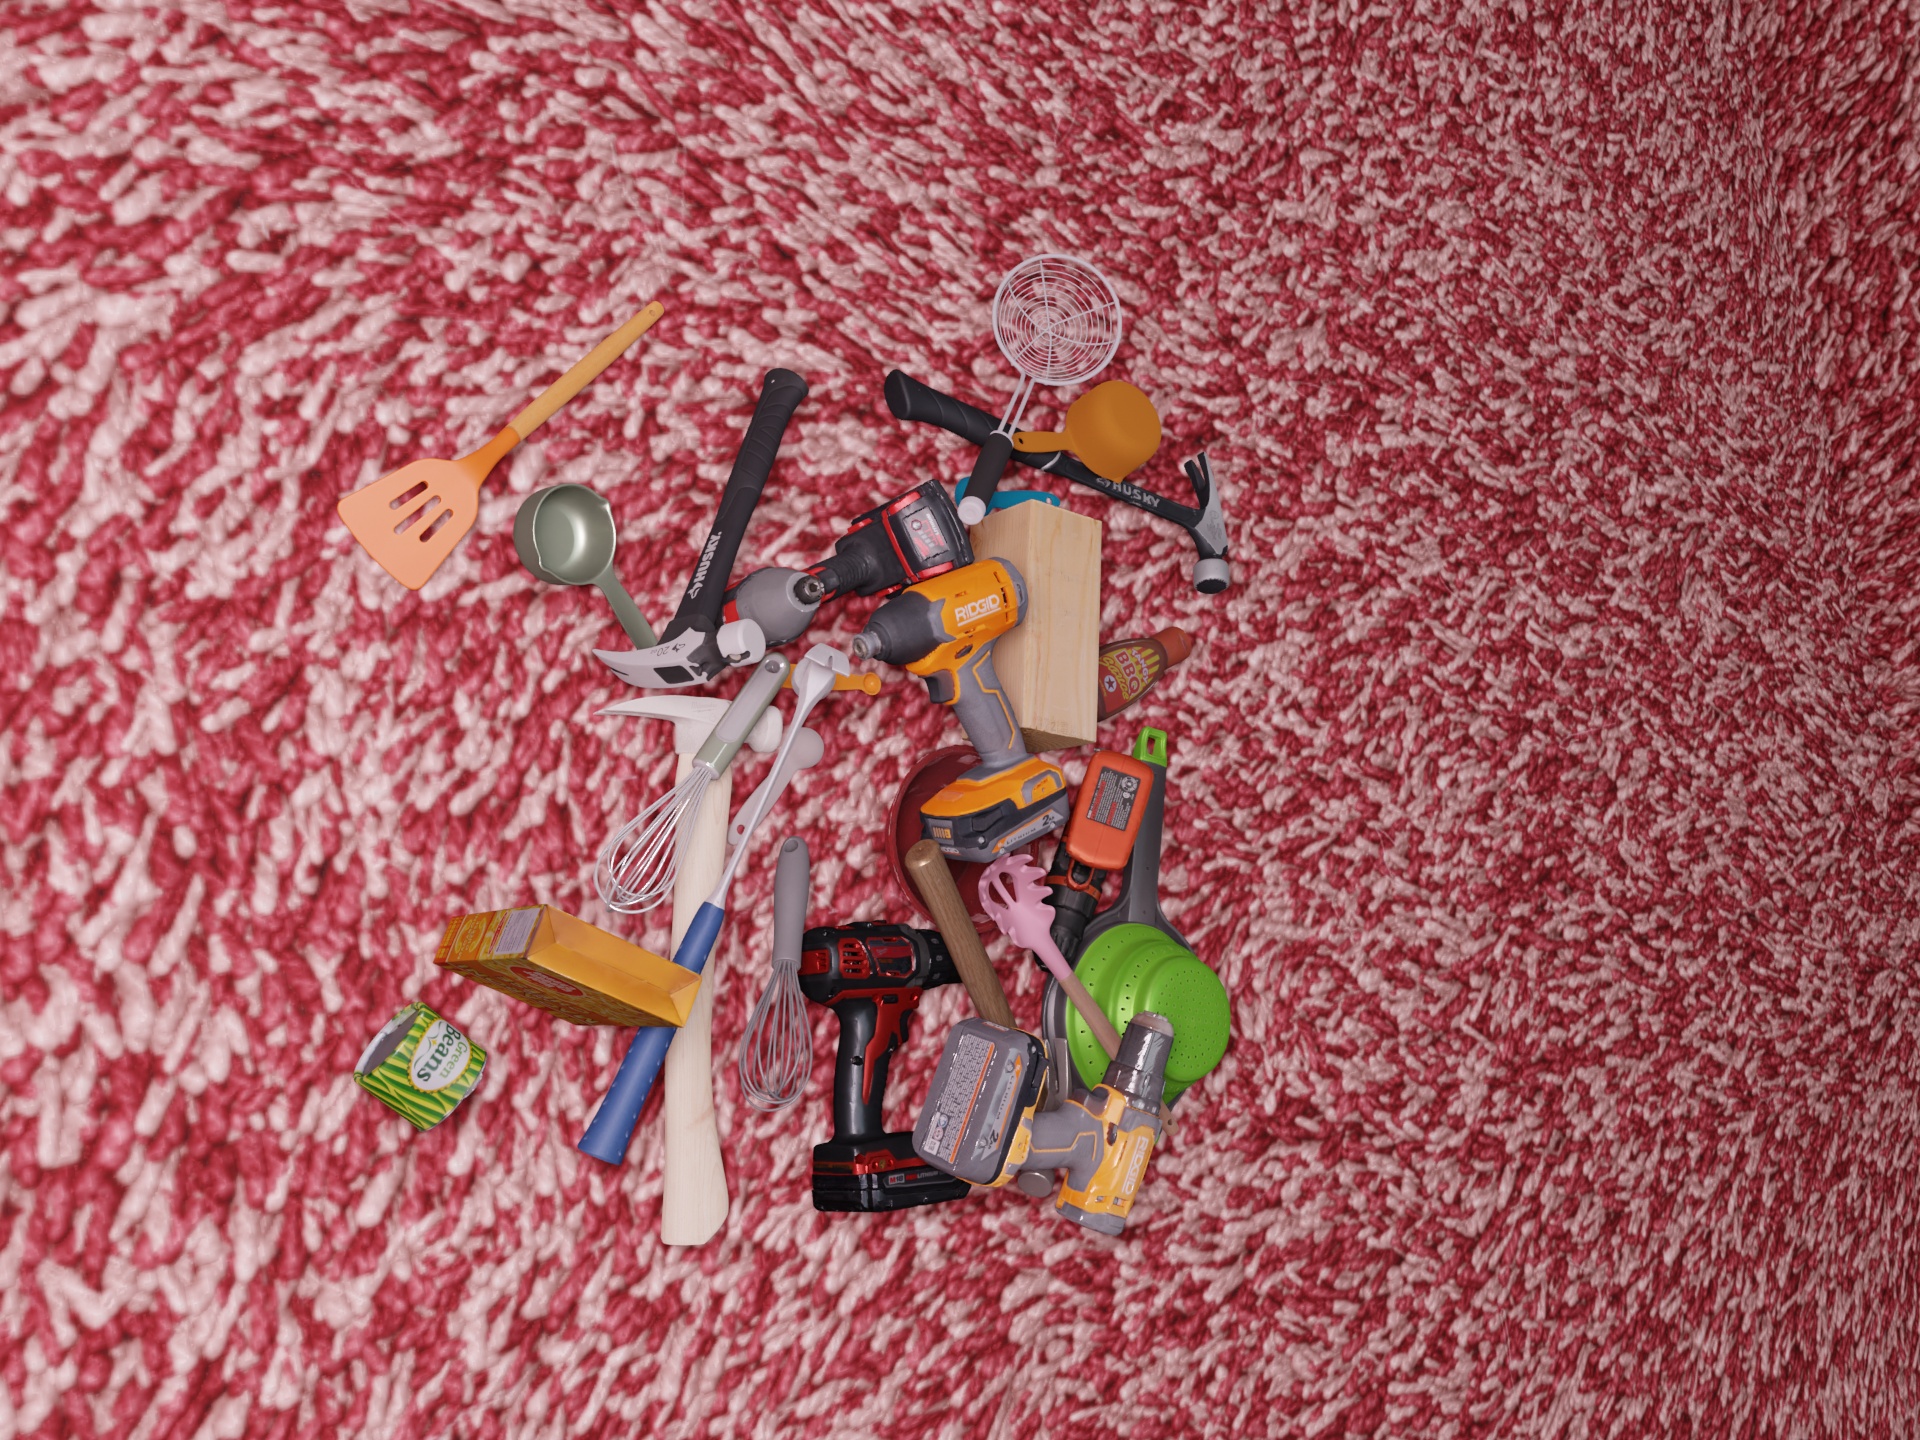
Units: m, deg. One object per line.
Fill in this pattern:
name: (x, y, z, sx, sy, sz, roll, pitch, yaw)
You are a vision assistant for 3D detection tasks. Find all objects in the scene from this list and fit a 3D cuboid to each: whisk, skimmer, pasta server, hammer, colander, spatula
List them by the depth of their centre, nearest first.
hammer: (-0.176, 0.125, 1.161, 0.035, 0.144, 0.405, 25, 77, -8)
whisk: (-0.196, 0.043, 1.196, 0.058, 0.059, 0.246, 28, 63, 5)
spatula: (-0.329, -0.228, 1.207, 0.081, 0.041, 0.323, 51, 52, -20)
hammer: (-0.213, 0.185, 1.211, 0.146, 0.038, 0.411, 6, 80, -31)
whisk: (-0.137, 0.189, 1.228, 0.055, 0.055, 0.239, 29, 42, -30)
hammer: (-0.182, -0.160, 1.247, 0.035, 0.146, 0.335, 51, 38, -39)
hammer: (0.027, 0.235, 1.326, 0.331, 0.031, 0.130, 67, 27, -27)
pasta server: (0.107, 0.240, 1.363, 0.060, 0.040, 0.316, -39, 107, -18)
skimmer: (0.062, -0.300, 1.418, 0.127, 0.090, 0.364, 29, 41, -8)
colander: (0.189, 0.195, 1.482, 0.204, 0.094, 0.397, 16, 73, -34)
hammer: (0.102, -0.248, 1.524, 0.408, 0.036, 0.149, 18, 61, -32)

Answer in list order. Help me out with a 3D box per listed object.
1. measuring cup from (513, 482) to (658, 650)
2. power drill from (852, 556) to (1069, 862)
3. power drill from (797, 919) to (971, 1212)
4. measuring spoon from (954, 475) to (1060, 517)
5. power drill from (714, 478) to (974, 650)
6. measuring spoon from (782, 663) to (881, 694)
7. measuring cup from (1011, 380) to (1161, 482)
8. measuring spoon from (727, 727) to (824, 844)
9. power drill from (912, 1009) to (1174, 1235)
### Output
measuring cup: (-0.282, -0.106, 1.219, 0.083, 0.038, 0.167, -55, 132, -35)
power drill: (-0.002, -0.004, 1.289, 0.164, 0.084, 0.226, -23, 106, -38)
power drill: (-0.047, 0.277, 1.301, 0.187, 0.080, 0.227, 6, 74, -44)
measuring spoon: (0.050, -0.209, 1.492, 0.128, 0.021, 0.042, -4, 85, -38)
power drill: (-0.100, -0.117, 1.287, 0.219, 0.143, 0.078, -31, 98, -39)
measuring spoon: (-0.119, -0.034, 1.342, 0.116, 0.011, 0.021, 4, 81, -33)
measuring cup: (0.120, -0.274, 1.491, 0.173, 0.052, 0.095, -12, 78, -43)
measuring spoon: (-0.149, 0.054, 1.296, 0.034, 0.018, 0.124, 48, 58, -21)
power drill: (0.083, 0.305, 1.286, 0.226, 0.084, 0.185, 30, 76, -40)
